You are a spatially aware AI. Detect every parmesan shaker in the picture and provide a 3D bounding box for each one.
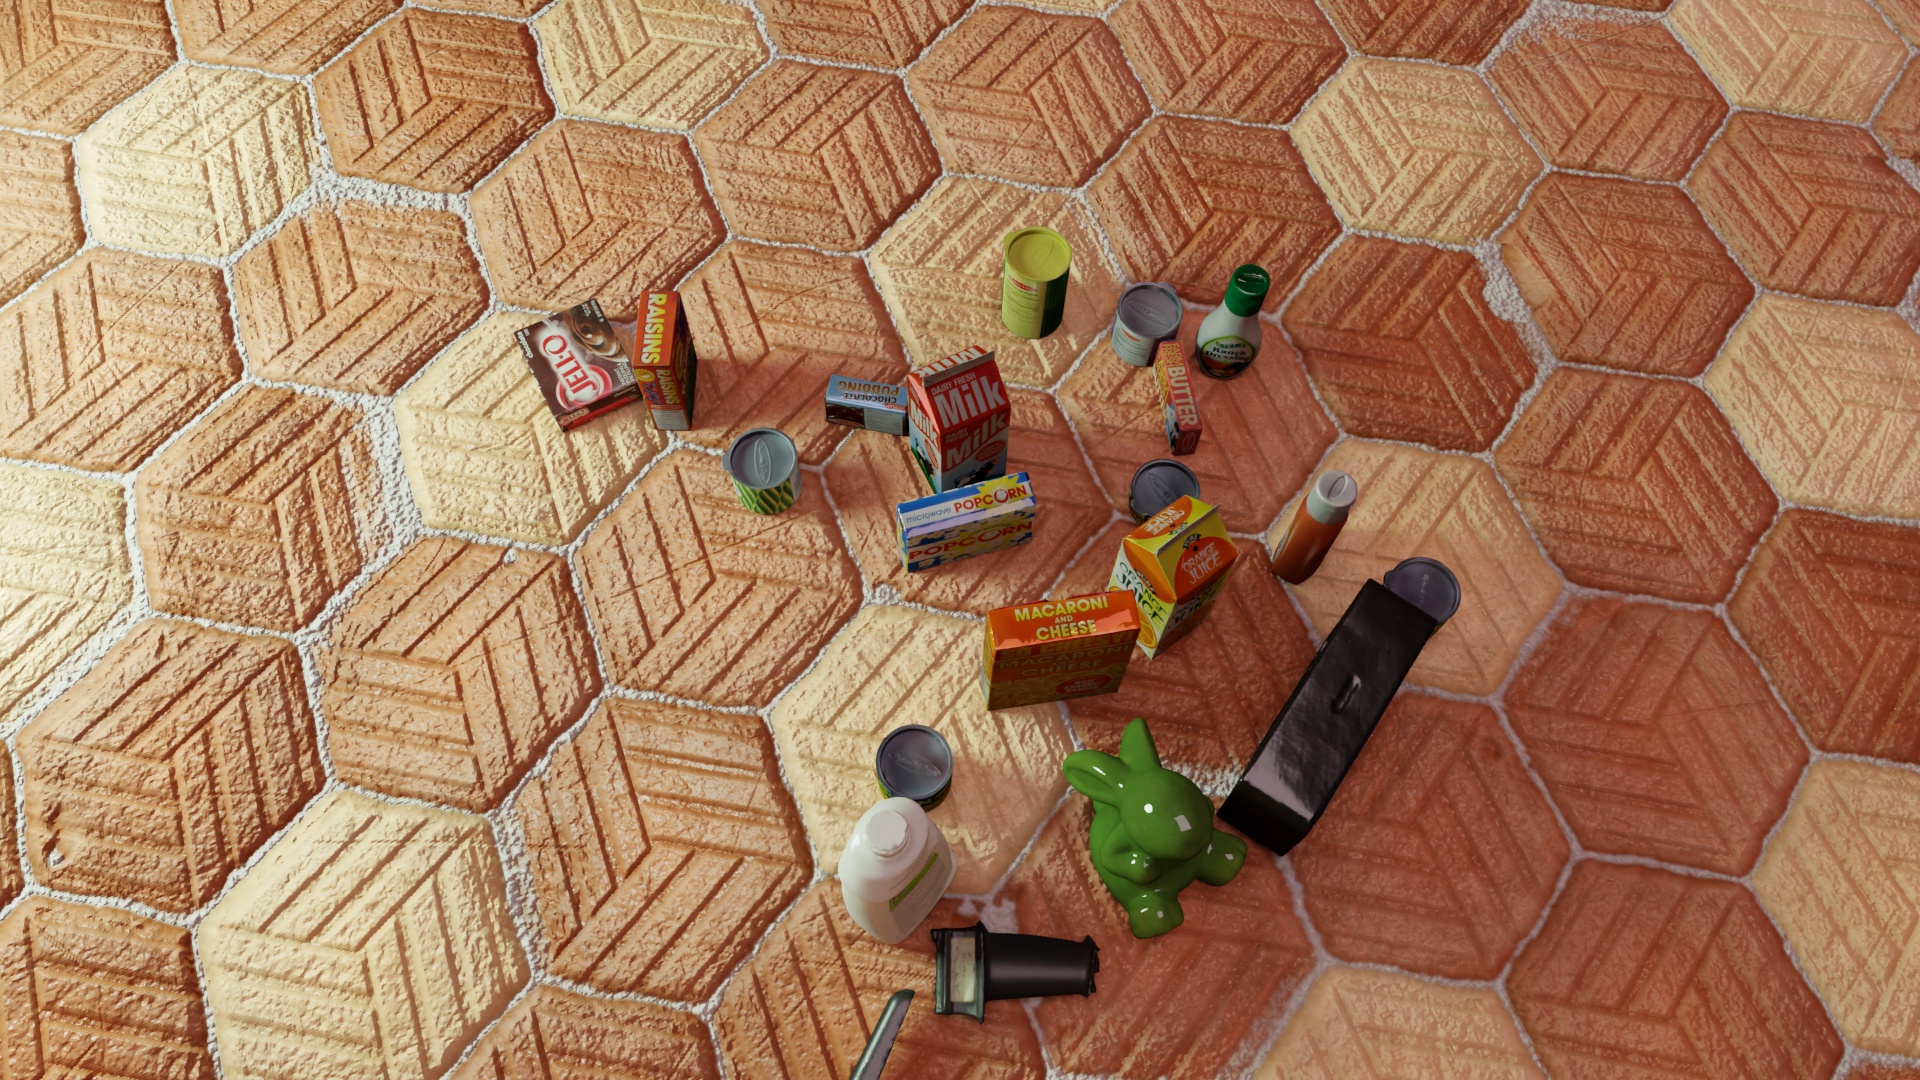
[{"bbox_3d":[0.073,-0.259,1.397,0.071,0.102,0.071,1,65,-1],"label":"parmesan shaker"}]

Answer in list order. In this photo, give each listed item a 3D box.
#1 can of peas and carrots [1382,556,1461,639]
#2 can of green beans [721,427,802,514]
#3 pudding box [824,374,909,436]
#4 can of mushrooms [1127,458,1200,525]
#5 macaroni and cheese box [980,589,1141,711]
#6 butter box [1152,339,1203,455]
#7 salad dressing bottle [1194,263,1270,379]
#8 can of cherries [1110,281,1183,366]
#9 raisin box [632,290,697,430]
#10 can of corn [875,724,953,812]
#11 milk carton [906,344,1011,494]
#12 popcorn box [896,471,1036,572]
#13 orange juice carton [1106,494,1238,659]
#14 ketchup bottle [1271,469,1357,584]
[{"bbox_3d":[0.417,0.056,1.282,0.071,0.058,0.071,1,65,-1],"label":"can of peas and carrots"},{"bbox_3d":[-0.186,-0.066,1.325,0.071,0.057,0.071,1,65,-1],"label":"can of green beans"},{"bbox_3d":[-0.090,-0.132,1.363,0.084,0.049,0.030,10,65,3],"label":"pudding box"},{"bbox_3d":[0.193,-0.041,1.336,0.071,0.033,0.071,1,65,-1],"label":"can of mushrooms"},{"bbox_3d":[0.082,0.096,1.196,0.124,0.165,0.040,-8,66,-5],"label":"macaroni and cheese box"},{"bbox_3d":[0.214,-0.141,1.373,0.024,0.053,0.104,-7,65,-4],"label":"butter box"},{"bbox_3d":[0.268,-0.213,1.356,0.064,0.147,0.044,9,66,3],"label":"salad dressing bottle"},{"bbox_3d":[0.190,-0.220,1.406,0.071,0.058,0.072,1,65,-1],"label":"can of cherries"},{"bbox_3d":[-0.282,-0.171,1.336,0.040,0.123,0.086,1,65,-1],"label":"raisin box"},{"bbox_3d":[-0.041,0.202,1.203,0.071,0.058,0.071,1,65,-1],"label":"can of corn"},{"bbox_3d":[-0.002,-0.112,1.278,0.072,0.189,0.073,-24,68,-12],"label":"milk carton"},{"bbox_3d":[0.005,-0.016,1.291,0.127,0.085,0.038,-15,67,-8],"label":"popcorn box"},{"bbox_3d":[0.185,0.027,1.216,0.072,0.192,0.073,-34,70,-15],"label":"orange juice carton"},{"bbox_3d":[0.324,-0.015,1.264,0.043,0.148,0.065,33,69,13],"label":"ketchup bottle"}]
